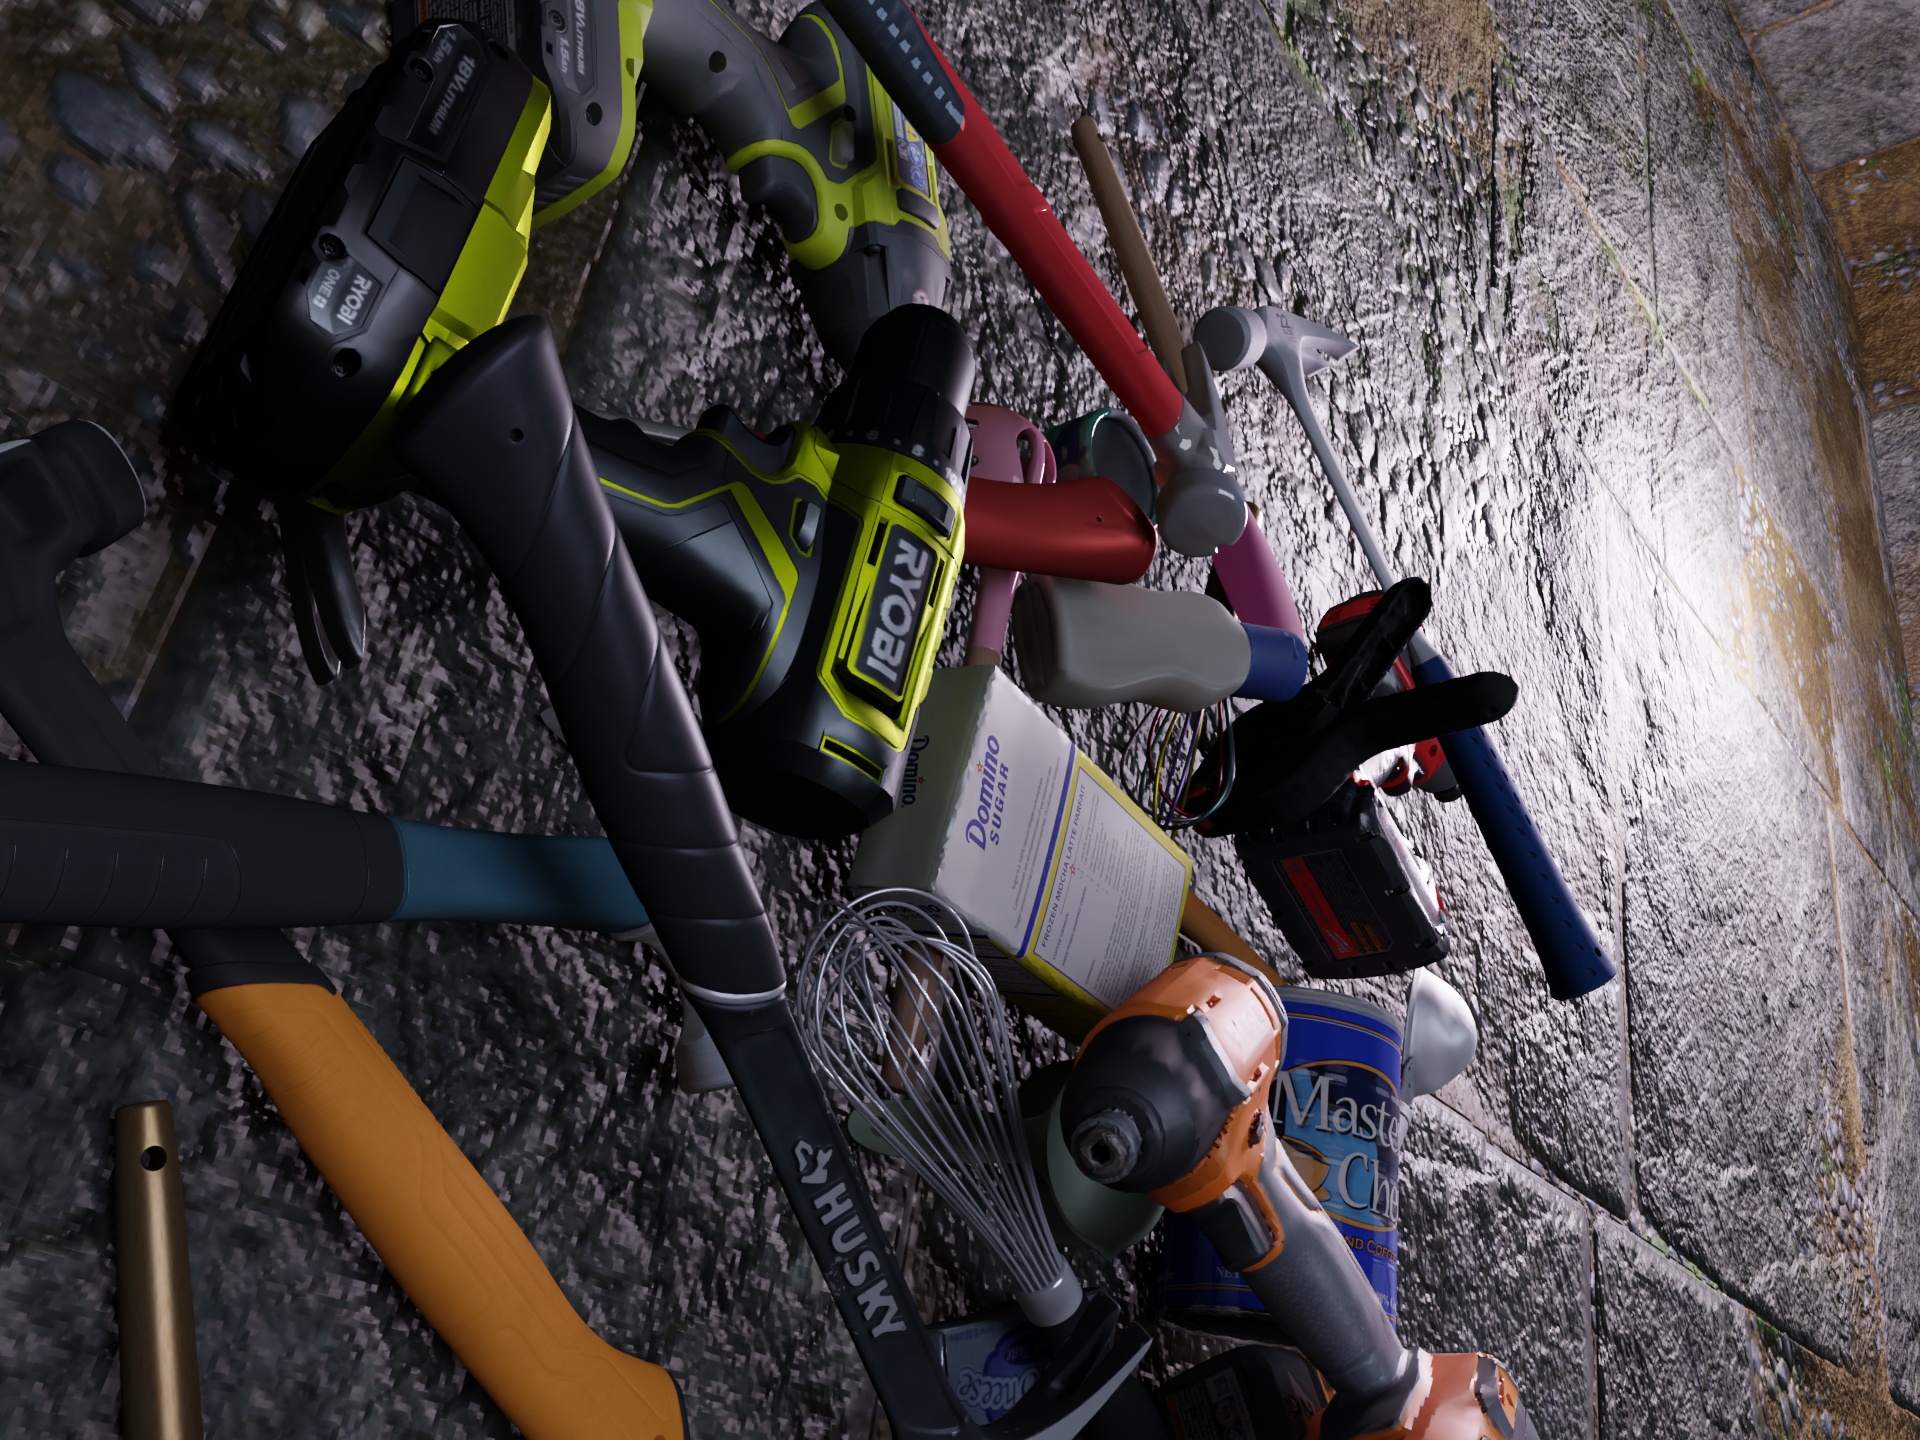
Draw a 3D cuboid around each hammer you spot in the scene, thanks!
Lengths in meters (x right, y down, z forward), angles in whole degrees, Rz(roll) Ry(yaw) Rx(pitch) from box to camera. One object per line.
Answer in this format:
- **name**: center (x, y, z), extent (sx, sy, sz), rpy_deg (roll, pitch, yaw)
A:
- **hammer**: center (-0.052, 0.088, 0.450), extent (0.149, 0.036, 0.408), rpy_deg (-28, 115, -21)
- **hammer**: center (-0.170, 0.091, 0.409), extent (0.336, 0.034, 0.127), rpy_deg (61, 26, -20)
- **hammer**: center (-0.059, -0.075, 0.575), extent (0.358, 0.037, 0.149), rpy_deg (5, 74, -42)
- **hammer**: center (-0.156, 0.038, 0.397), extent (0.330, 0.033, 0.128), rpy_deg (17, 57, -62)
- **hammer**: center (0.252, -0.044, 0.869), extent (0.144, 0.035, 0.405), rpy_deg (-18, 81, -53)
- **hammer**: center (0.001, -0.233, 0.620), extent (0.385, 0.038, 0.143), rpy_deg (46, 28, -34)

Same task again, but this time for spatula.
- **spatula**: center (0.133, 0.122, 0.787), extent (0.322, 0.041, 0.081), rpy_deg (42, 51, -28)

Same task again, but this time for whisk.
- **whisk**: center (0.127, -0.034, 0.814), extent (0.047, 0.051, 0.245), rpy_deg (44, 45, -25)
- **whisk**: center (0.019, 0.179, 0.565), extent (0.070, 0.070, 0.284), rpy_deg (-49, 120, -46)

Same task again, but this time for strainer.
- **strainer**: center (0.236, 0.209, 0.852), extent (0.258, 0.050, 0.086), rpy_deg (-43, 133, -50)

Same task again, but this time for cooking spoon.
- **cooking spoon**: center (0.120, -0.172, 0.840), extent (0.068, 0.017, 0.319), rpy_deg (-16, 84, -54)

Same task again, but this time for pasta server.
- **pasta server**: center (-0.001, -0.002, 0.665), extent (0.060, 0.040, 0.316), rpy_deg (32, 59, -40)

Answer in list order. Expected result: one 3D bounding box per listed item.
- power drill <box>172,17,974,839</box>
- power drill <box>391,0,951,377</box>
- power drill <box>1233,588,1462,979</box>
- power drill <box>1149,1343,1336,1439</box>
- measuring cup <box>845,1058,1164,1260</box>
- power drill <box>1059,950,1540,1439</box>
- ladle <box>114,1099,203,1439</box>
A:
- **power drill**: center (-0.088, -0.093, 0.479), extent (0.228, 0.080, 0.191), rpy_deg (32, 59, -34)
- **power drill**: center (-0.089, -0.216, 0.587), extent (0.223, 0.080, 0.171), rpy_deg (9, 71, -52)
- **power drill**: center (0.237, 0.037, 0.899), extent (0.143, 0.078, 0.220), rpy_deg (57, 39, -21)
- **power drill**: center (0.183, 0.374, 0.682), extent (0.226, 0.084, 0.186), rpy_deg (34, 29, -41)
- **measuring cup**: center (0.015, 0.166, 0.624), extent (0.167, 0.038, 0.083), rpy_deg (17, 67, -36)
- **power drill**: center (0.113, 0.200, 0.558), extent (0.226, 0.084, 0.164), rpy_deg (61, 22, 8)
- **ladle**: center (-0.170, 0.247, 0.358), extent (0.078, 0.062, 0.320), rpy_deg (1, 75, -44)
